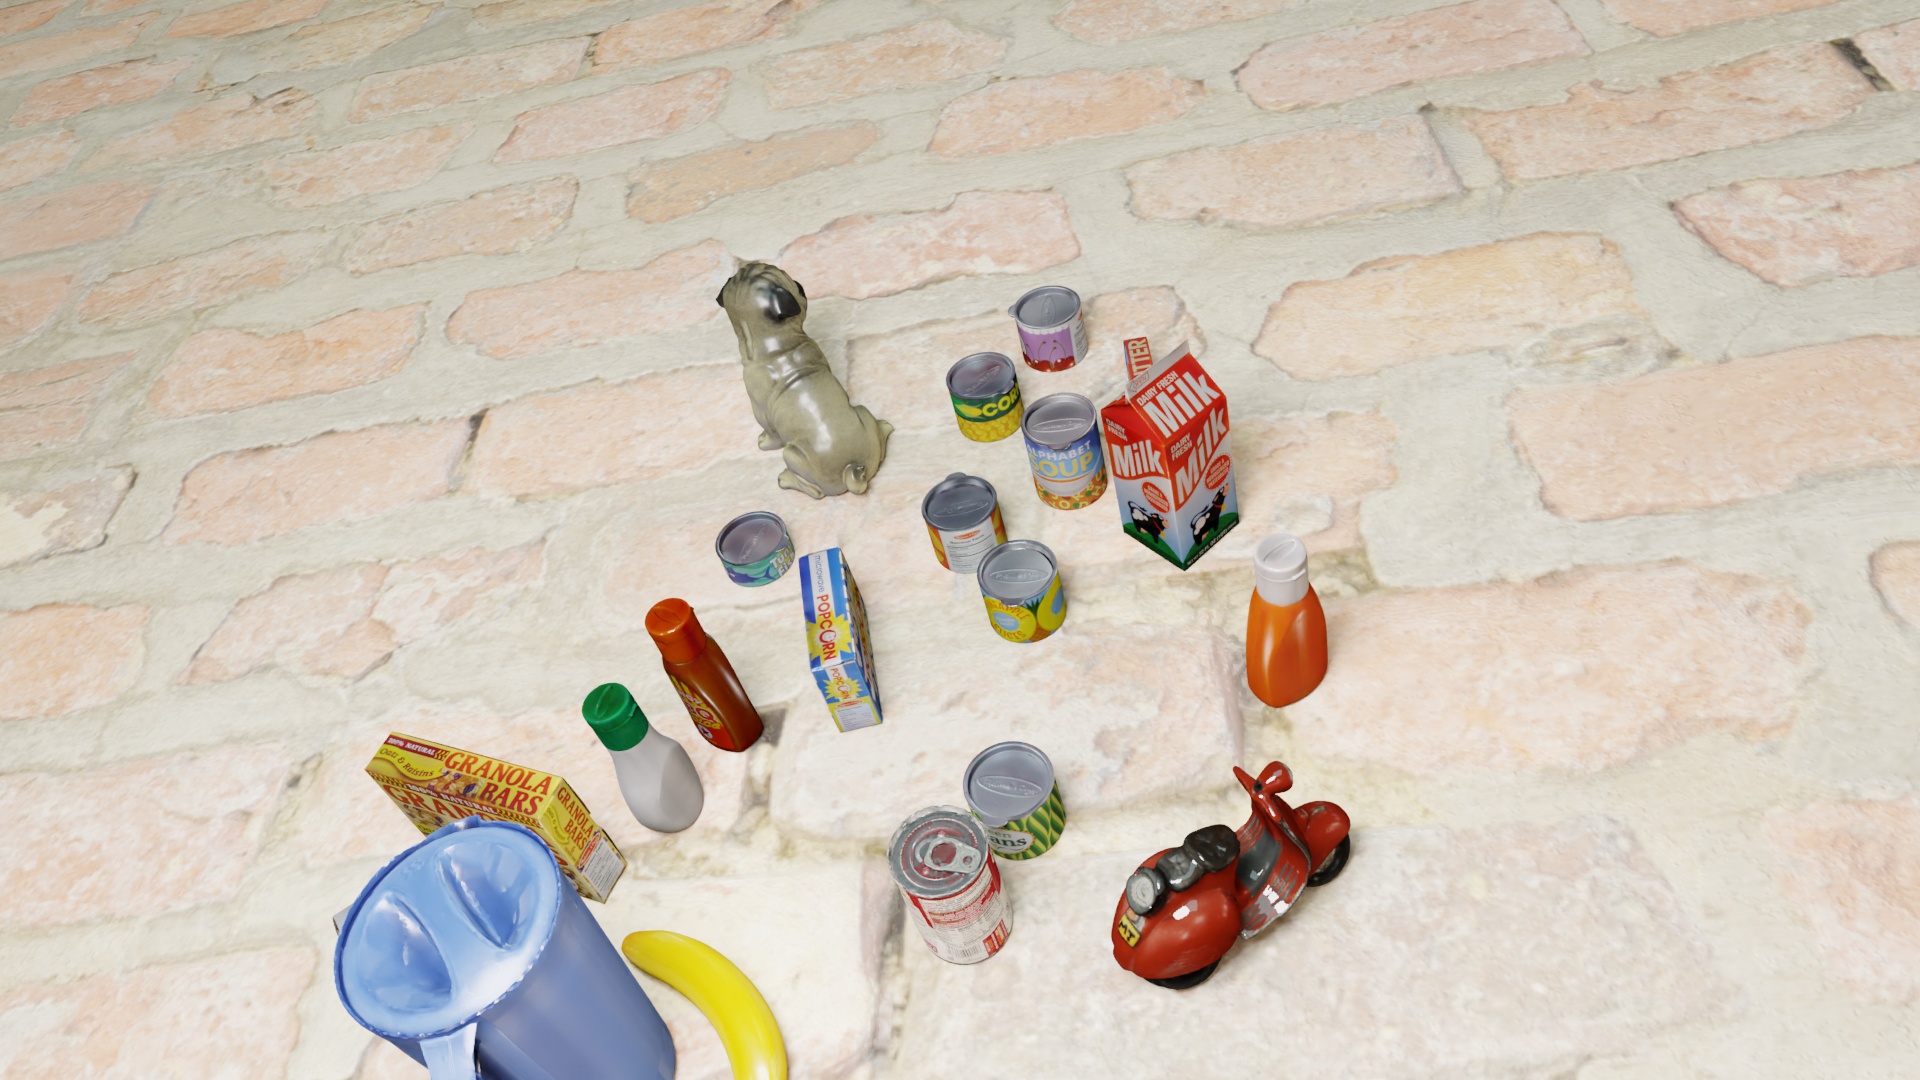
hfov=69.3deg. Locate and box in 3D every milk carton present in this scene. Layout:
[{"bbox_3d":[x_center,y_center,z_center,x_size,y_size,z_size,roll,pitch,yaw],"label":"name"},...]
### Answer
[{"bbox_3d":[0.169,-0.072,1.120,0.072,0.189,0.073,-38,49,-20],"label":"milk carton"}]

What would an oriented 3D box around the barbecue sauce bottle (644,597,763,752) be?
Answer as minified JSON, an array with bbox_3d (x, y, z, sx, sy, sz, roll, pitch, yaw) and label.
[{"bbox_3d":[-0.203,0.104,1.086,0.065,0.147,0.044,24,58,32],"label":"barbecue sauce bottle"}]

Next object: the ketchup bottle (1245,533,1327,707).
[{"bbox_3d":[0.236,0.057,1.009,0.065,0.148,0.043,-34,48,-16],"label":"ketchup bottle"}]

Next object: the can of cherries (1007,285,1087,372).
[{"bbox_3d":[0.086,-0.207,1.362,0.071,0.058,0.072,-8,46,8],"label":"can of cherries"}]

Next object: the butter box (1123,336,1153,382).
[{"bbox_3d":[0.169,-0.135,1.275,0.024,0.053,0.104,-10,46,7],"label":"butter box"}]

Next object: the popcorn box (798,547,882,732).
[{"bbox_3d":[-0.097,0.079,1.125,0.038,0.084,0.127,-15,46,2],"label":"popcorn box"}]

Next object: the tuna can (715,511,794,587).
[{"bbox_3d":[-0.182,0.008,1.251,0.071,0.032,0.071,-8,46,8],"label":"tuna can"}]

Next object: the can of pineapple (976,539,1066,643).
[{"bbox_3d":[0.050,0.043,1.137,0.071,0.057,0.071,-8,46,8],"label":"can of pineapple"}]

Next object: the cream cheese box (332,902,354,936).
[{"bbox_3d":[-0.412,0.274,1.051,0.104,0.053,0.024,-33,48,-16],"label":"cream cheese box"}]

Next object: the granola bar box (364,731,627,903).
[{"bbox_3d":[-0.348,0.208,1.046,0.165,0.123,0.039,9,51,23],"label":"granola bar box"}]

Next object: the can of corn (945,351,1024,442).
[{"bbox_3d":[0.026,-0.134,1.310,0.071,0.058,0.071,-8,46,8],"label":"can of corn"}]

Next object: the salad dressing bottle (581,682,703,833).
[{"bbox_3d":[-0.238,0.163,1.041,0.044,0.147,0.064,0,48,16],"label":"salad dressing bottle"}]

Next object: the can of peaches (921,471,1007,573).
[{"bbox_3d":[0.004,-0.015,1.204,0.071,0.057,0.071,-8,46,8],"label":"can of peaches"}]

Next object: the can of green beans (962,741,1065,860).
[{"bbox_3d":[0.039,0.188,1.003,0.071,0.057,0.071,-8,46,8],"label":"can of green beans"}]

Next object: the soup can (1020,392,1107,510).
[{"bbox_3d":[0.092,-0.075,1.219,0.071,0.083,0.072,-8,46,8],"label":"soup can"}]
